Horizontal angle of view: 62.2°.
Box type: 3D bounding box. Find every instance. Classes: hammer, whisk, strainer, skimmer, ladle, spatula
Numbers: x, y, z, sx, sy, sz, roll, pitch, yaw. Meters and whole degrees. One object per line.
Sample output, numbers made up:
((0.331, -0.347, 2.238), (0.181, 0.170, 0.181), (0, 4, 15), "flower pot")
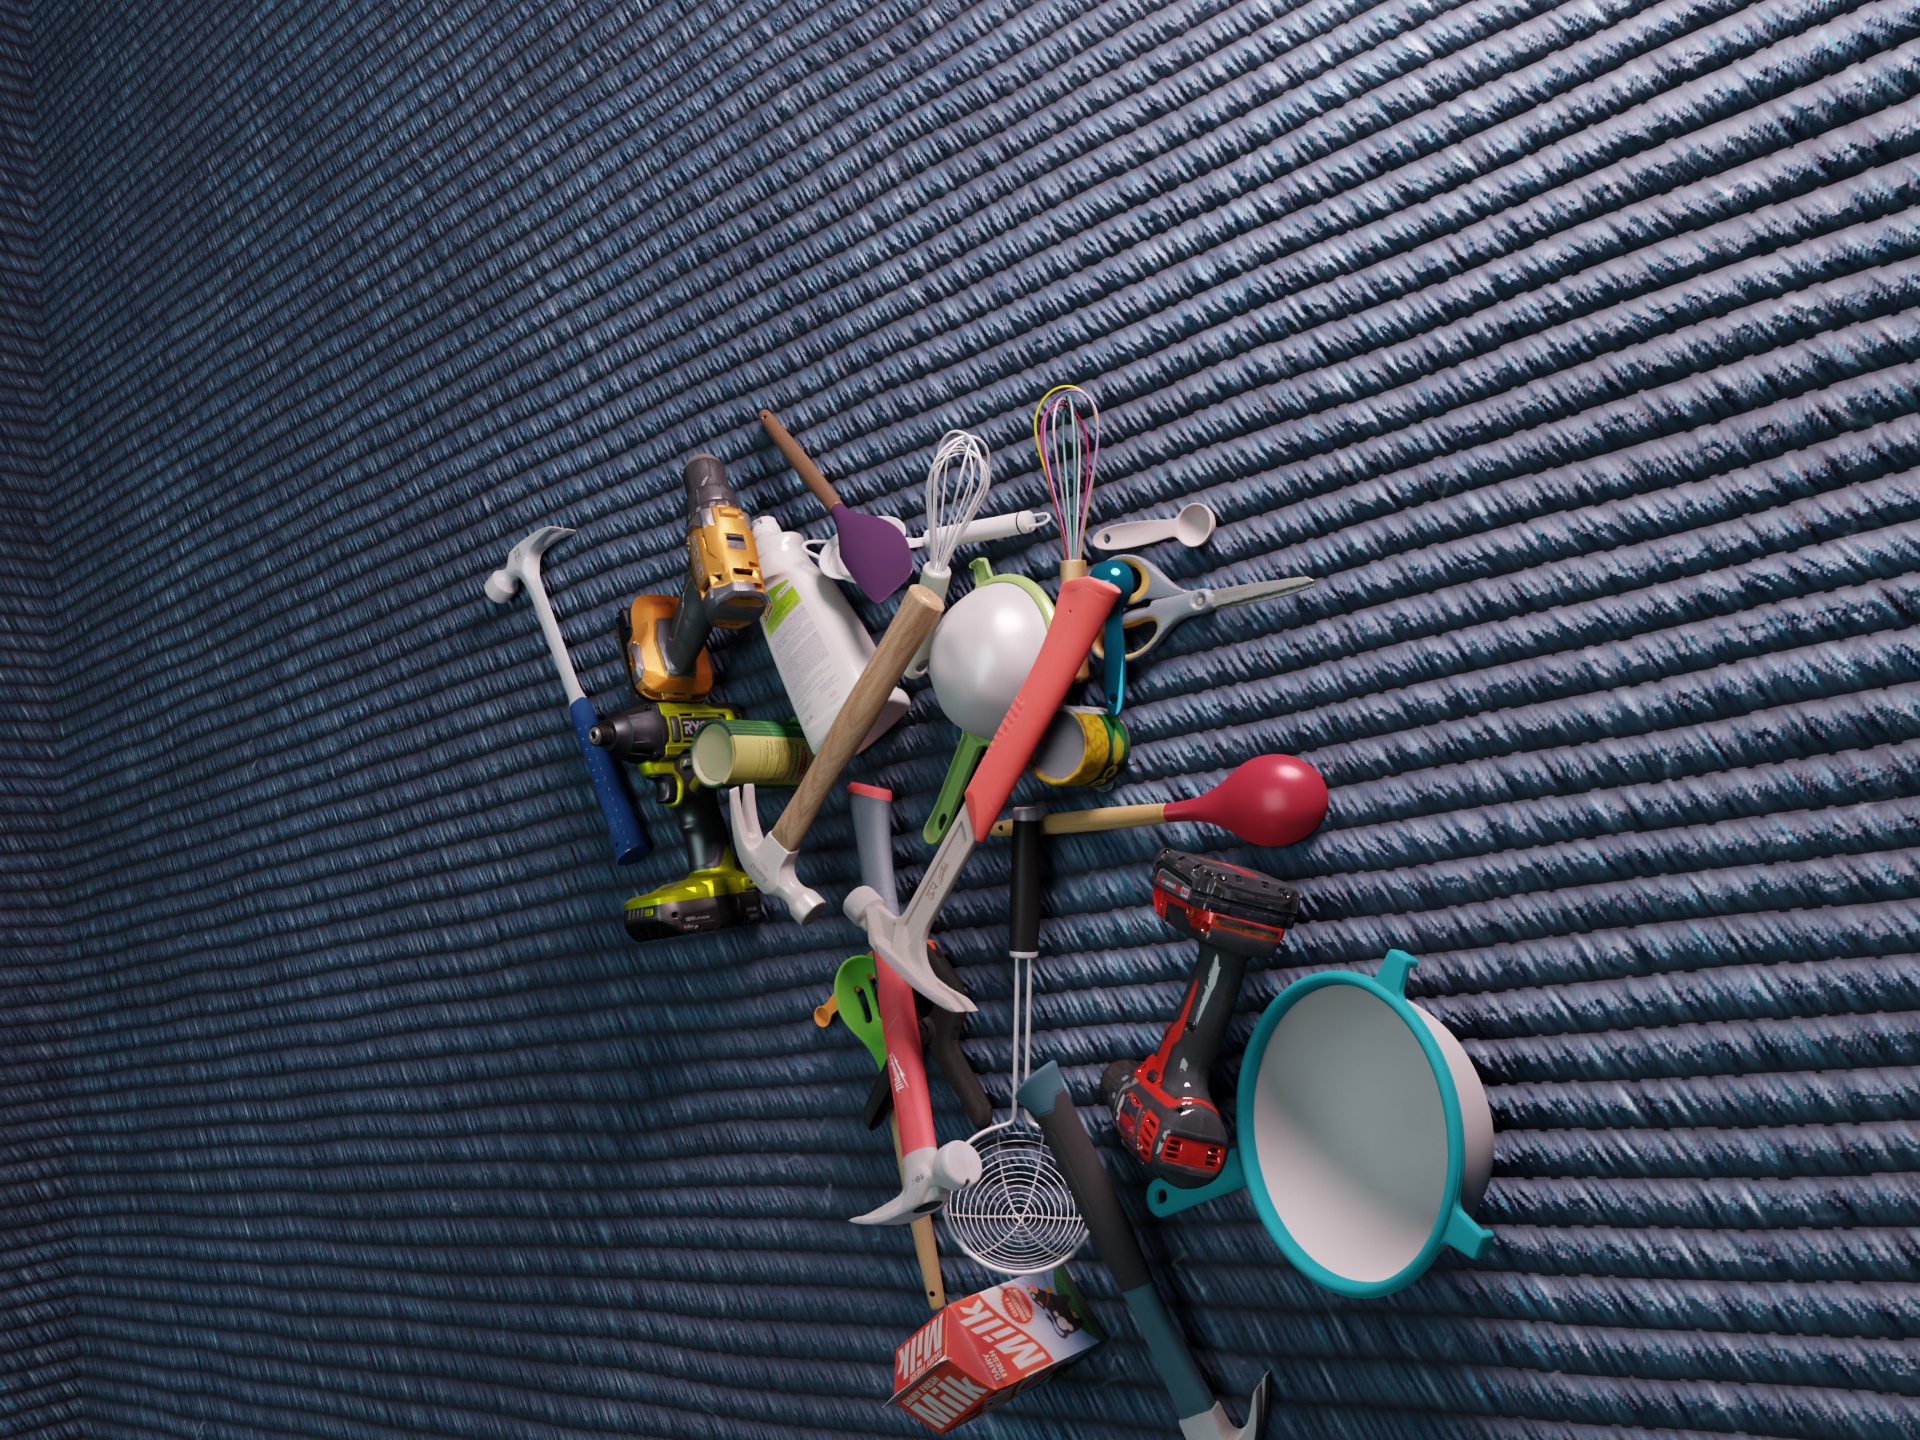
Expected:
((-0.107, 0.020, 1.393), (0.130, 0.031, 0.331), (42, 117, 20), "hammer")
((0.089, -0.153, 1.314), (0.051, 0.047, 0.245), (-177, 85, -71), "whisk")
((-0.019, -0.137, 1.364), (0.059, 0.058, 0.246), (43, 134, 33), "whisk")
((0.128, 0.420, 1.217), (0.128, 0.033, 0.331), (-31, 80, 28), "hammer")
((-0.002, -0.004, 1.354), (0.152, 0.069, 0.256), (43, 120, 44), "strainer")
((0.050, 0.253, 1.286), (0.127, 0.090, 0.363), (1, 89, 4), "skimmer")
((-0.030, -0.157, 1.416), (0.258, 0.050, 0.087), (-6, 44, 35), "strainer")
((-0.066, 0.231, 1.367), (0.143, 0.038, 0.387), (-40, 48, 39), "hammer")
((-0.419, -0.031, 1.740), (0.144, 0.035, 0.406), (-40, 64, 32), "hammer")
((0.034, 0.051, 1.266), (0.149, 0.036, 0.359), (38, 106, 34), "hammer")
((0.145, 0.074, 1.268), (0.315, 0.031, 0.069), (-9, 82, 41), "ladle")
((0.259, 0.305, 1.128), (0.340, 0.095, 0.211), (-44, 48, 51), "strainer")
((-0.123, -0.210, 1.475), (0.060, 0.018, 0.316), (-42, 48, 5), "spatula")

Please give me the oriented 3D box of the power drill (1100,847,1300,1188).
((0.164, 0.215, 1.181), (0.188, 0.080, 0.227), (-162, 86, -79), "power drill")

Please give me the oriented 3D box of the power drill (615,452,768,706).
((-0.265, -0.132, 1.552), (0.226, 0.084, 0.186), (-49, 49, 45), "power drill")

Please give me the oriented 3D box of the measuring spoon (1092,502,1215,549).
((0.157, -0.151, 1.278), (0.124, 0.018, 0.034), (-3, 86, 47), "measuring spoon")

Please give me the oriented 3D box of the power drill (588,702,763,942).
((-0.273, 0.094, 1.526), (0.080, 0.171, 0.223), (-14, 82, 39), "power drill")

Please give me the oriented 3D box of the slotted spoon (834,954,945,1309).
((-0.054, 0.364, 1.419), (0.070, 0.031, 0.314), (-17, 79, 20), "slotted spoon")

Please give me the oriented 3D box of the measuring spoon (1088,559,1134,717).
((0.118, -0.067, 1.275), (0.042, 0.021, 0.129), (-7, 80, 41), "measuring spoon")

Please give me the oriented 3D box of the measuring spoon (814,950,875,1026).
((-0.097, 0.245, 1.474), (0.117, 0.011, 0.021), (-48, 65, 24), "measuring spoon")
